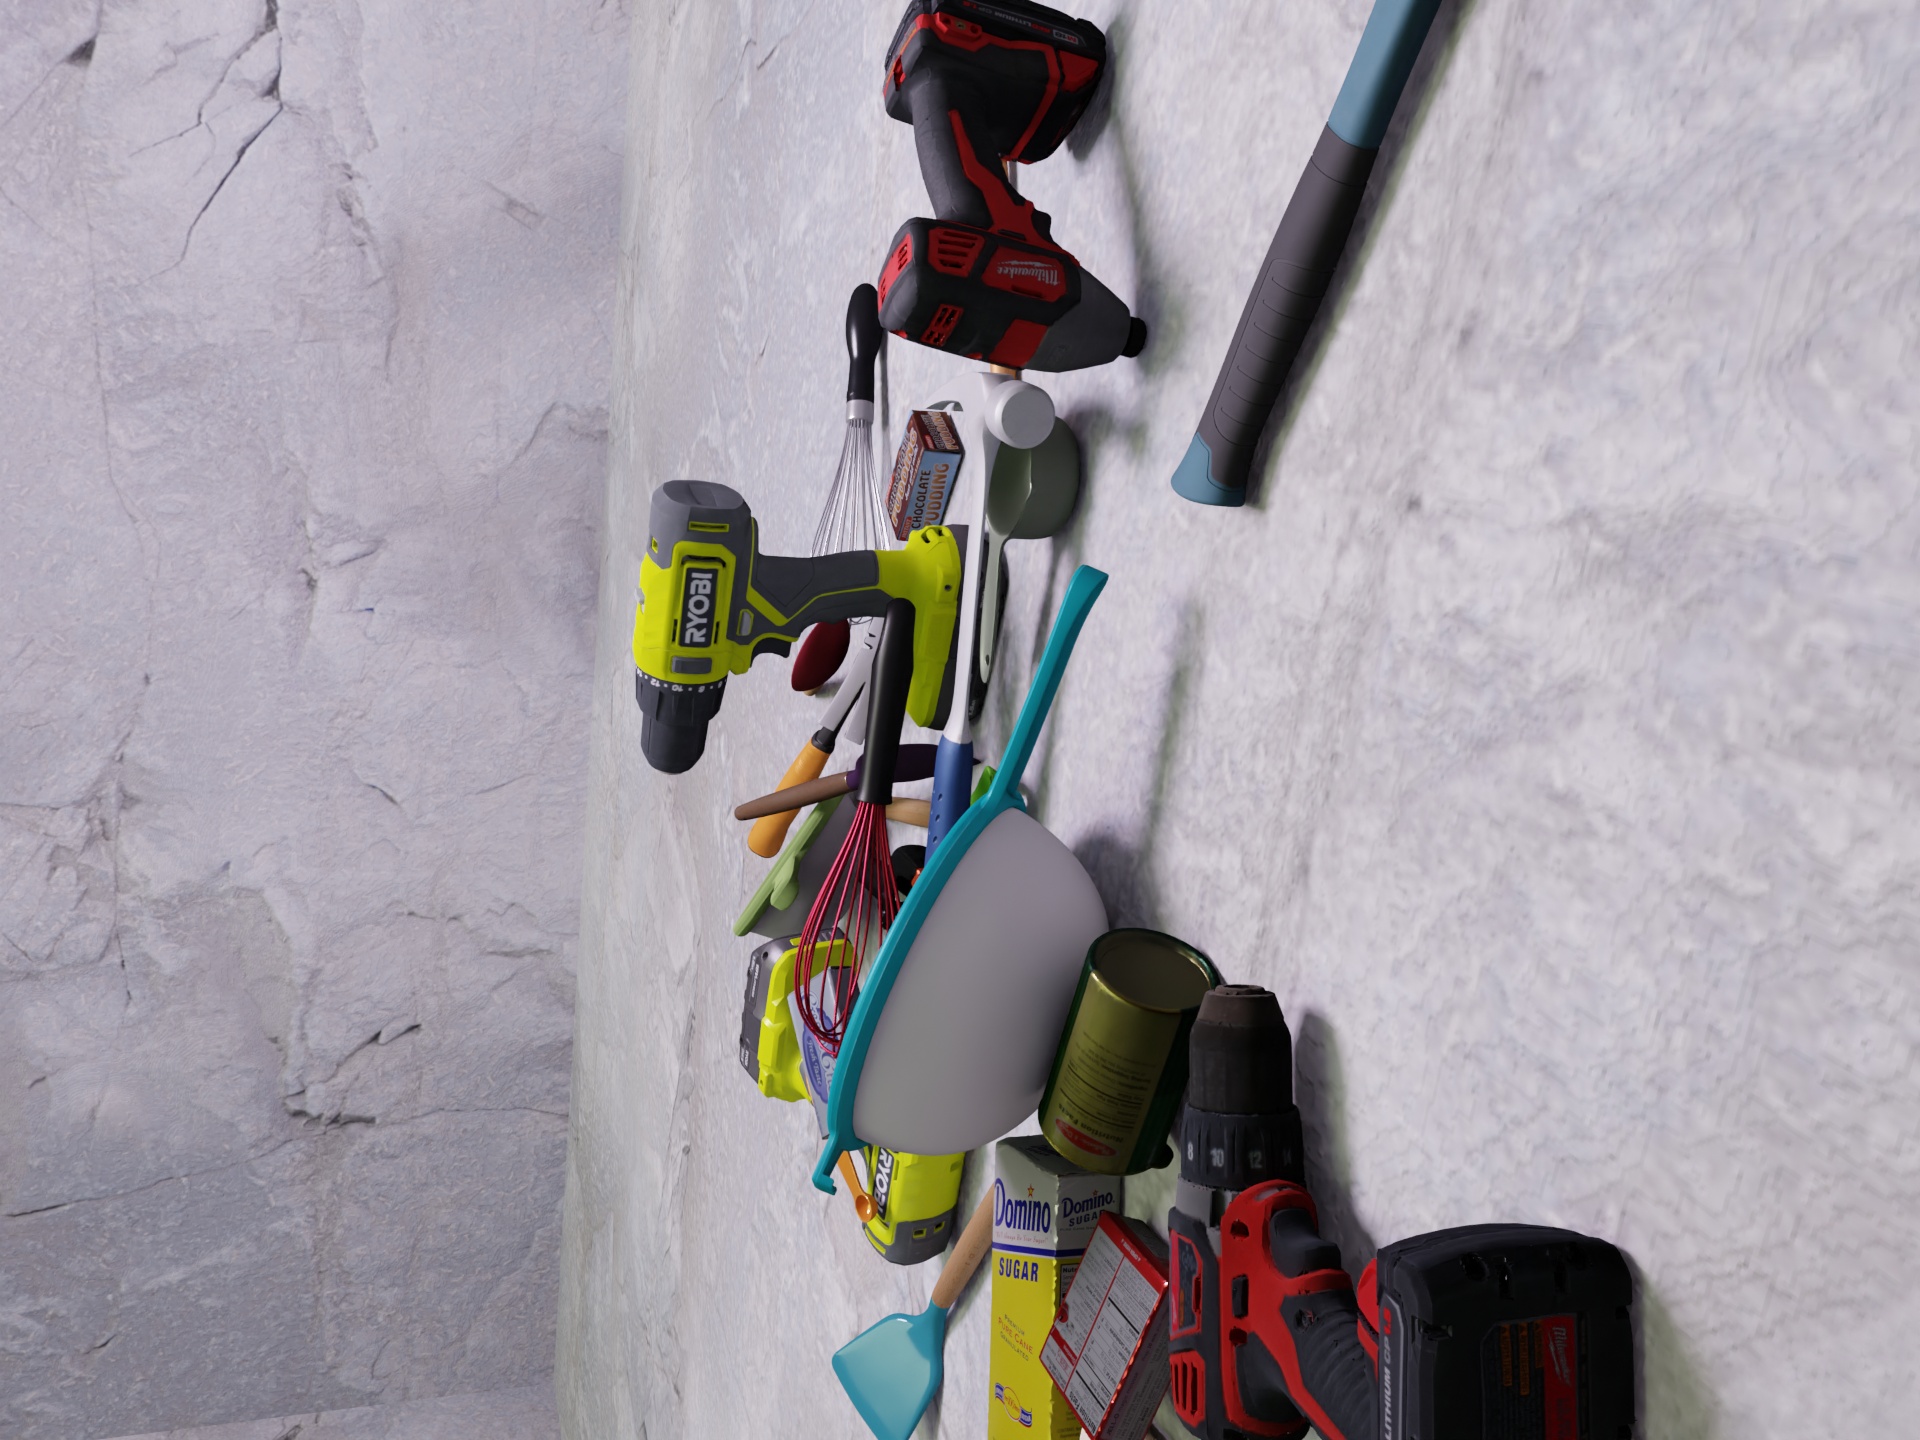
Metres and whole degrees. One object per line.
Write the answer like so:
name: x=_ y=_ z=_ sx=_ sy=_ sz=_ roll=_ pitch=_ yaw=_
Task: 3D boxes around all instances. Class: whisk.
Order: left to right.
whisk: x=-0.081 y=-0.211 z=1.253 sx=0.070 sy=0.070 sz=0.285 roll=157 pitch=117 yaw=-68
whisk: x=-0.057 y=0.070 z=0.999 sx=0.073 sy=0.073 sz=0.296 roll=-157 pitch=74 yaw=-68

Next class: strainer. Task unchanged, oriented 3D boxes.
strainer: x=-0.110 y=0.127 z=1.219 sx=0.151 sy=0.069 sz=0.256 roll=-55 pitch=5 yaw=0
strainer: x=0.041 y=0.091 z=0.824 sx=0.211 sy=0.095 sz=0.340 roll=-28 pitch=-39 yaw=-66

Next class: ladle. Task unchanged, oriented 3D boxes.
ladle: x=-0.117 y=-0.040 z=1.296 sx=0.069 sy=0.031 sz=0.315 roll=-56 pitch=4 yaw=-8

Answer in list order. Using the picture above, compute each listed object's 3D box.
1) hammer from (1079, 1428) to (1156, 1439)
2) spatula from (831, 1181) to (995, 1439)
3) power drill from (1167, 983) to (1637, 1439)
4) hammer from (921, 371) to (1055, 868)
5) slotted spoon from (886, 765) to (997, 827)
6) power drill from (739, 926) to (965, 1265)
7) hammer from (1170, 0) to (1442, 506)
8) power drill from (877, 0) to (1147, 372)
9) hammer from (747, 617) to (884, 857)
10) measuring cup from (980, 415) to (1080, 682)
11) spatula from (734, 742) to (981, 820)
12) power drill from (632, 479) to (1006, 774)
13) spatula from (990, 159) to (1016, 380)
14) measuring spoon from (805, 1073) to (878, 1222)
hammer: x=0.145 y=0.374 z=0.633 sx=0.411 sy=0.038 sz=0.146 roll=-167 pitch=80 yaw=-70
spatula: x=-0.012 y=0.374 z=1.046 sx=0.082 sy=0.044 sz=0.317 roll=48 pitch=136 yaw=29
power drill: x=0.143 y=0.203 z=0.596 sx=0.227 sy=0.080 sz=0.188 roll=170 pitch=100 yaw=-72
hammer: x=-0.002 y=-0.003 z=0.946 sx=0.144 sy=0.035 sz=0.405 roll=-133 pitch=45 yaw=-65
slotted spoon: x=-0.017 y=0.064 z=1.101 sx=0.314 sy=0.031 sz=0.070 roll=178 pitch=93 yaw=-72
power drill: x=-0.070 y=0.247 z=1.124 sx=0.223 sy=0.080 sz=0.171 roll=36 pitch=125 yaw=48
hammer: x=0.154 y=-0.223 z=0.644 sx=0.128 sy=0.033 sz=0.330 roll=-111 pitch=29 yaw=-43
power drill: x=0.027 y=-0.284 z=0.854 sx=0.078 sy=0.143 sz=0.220 roll=132 pitch=142 yaw=-55
hammer: x=-0.119 y=0.035 z=1.277 sx=0.336 sy=0.034 sz=0.127 roll=-54 pitch=12 yaw=54
measuring cup: x=0.038 y=-0.102 z=0.947 sx=0.083 sy=0.038 sz=0.167 roll=-131 pitch=44 yaw=-61
spatula: x=-0.093 y=0.047 z=1.166 sx=0.316 sy=0.059 sz=0.018 roll=-18 pitch=57 yaw=55
power drill: x=-0.099 y=-0.052 z=1.033 sx=0.080 sy=0.228 sz=0.190 roll=-123 pitch=39 yaw=-57
spatula: x=0.015 y=-0.332 z=1.014 sx=0.081 sy=0.041 sz=0.323 roll=164 pitch=105 yaw=-68
measuring spoon: x=-0.080 y=0.284 z=1.078 sx=0.021 sy=0.011 sz=0.117 roll=-53 pitch=52 yaw=40
